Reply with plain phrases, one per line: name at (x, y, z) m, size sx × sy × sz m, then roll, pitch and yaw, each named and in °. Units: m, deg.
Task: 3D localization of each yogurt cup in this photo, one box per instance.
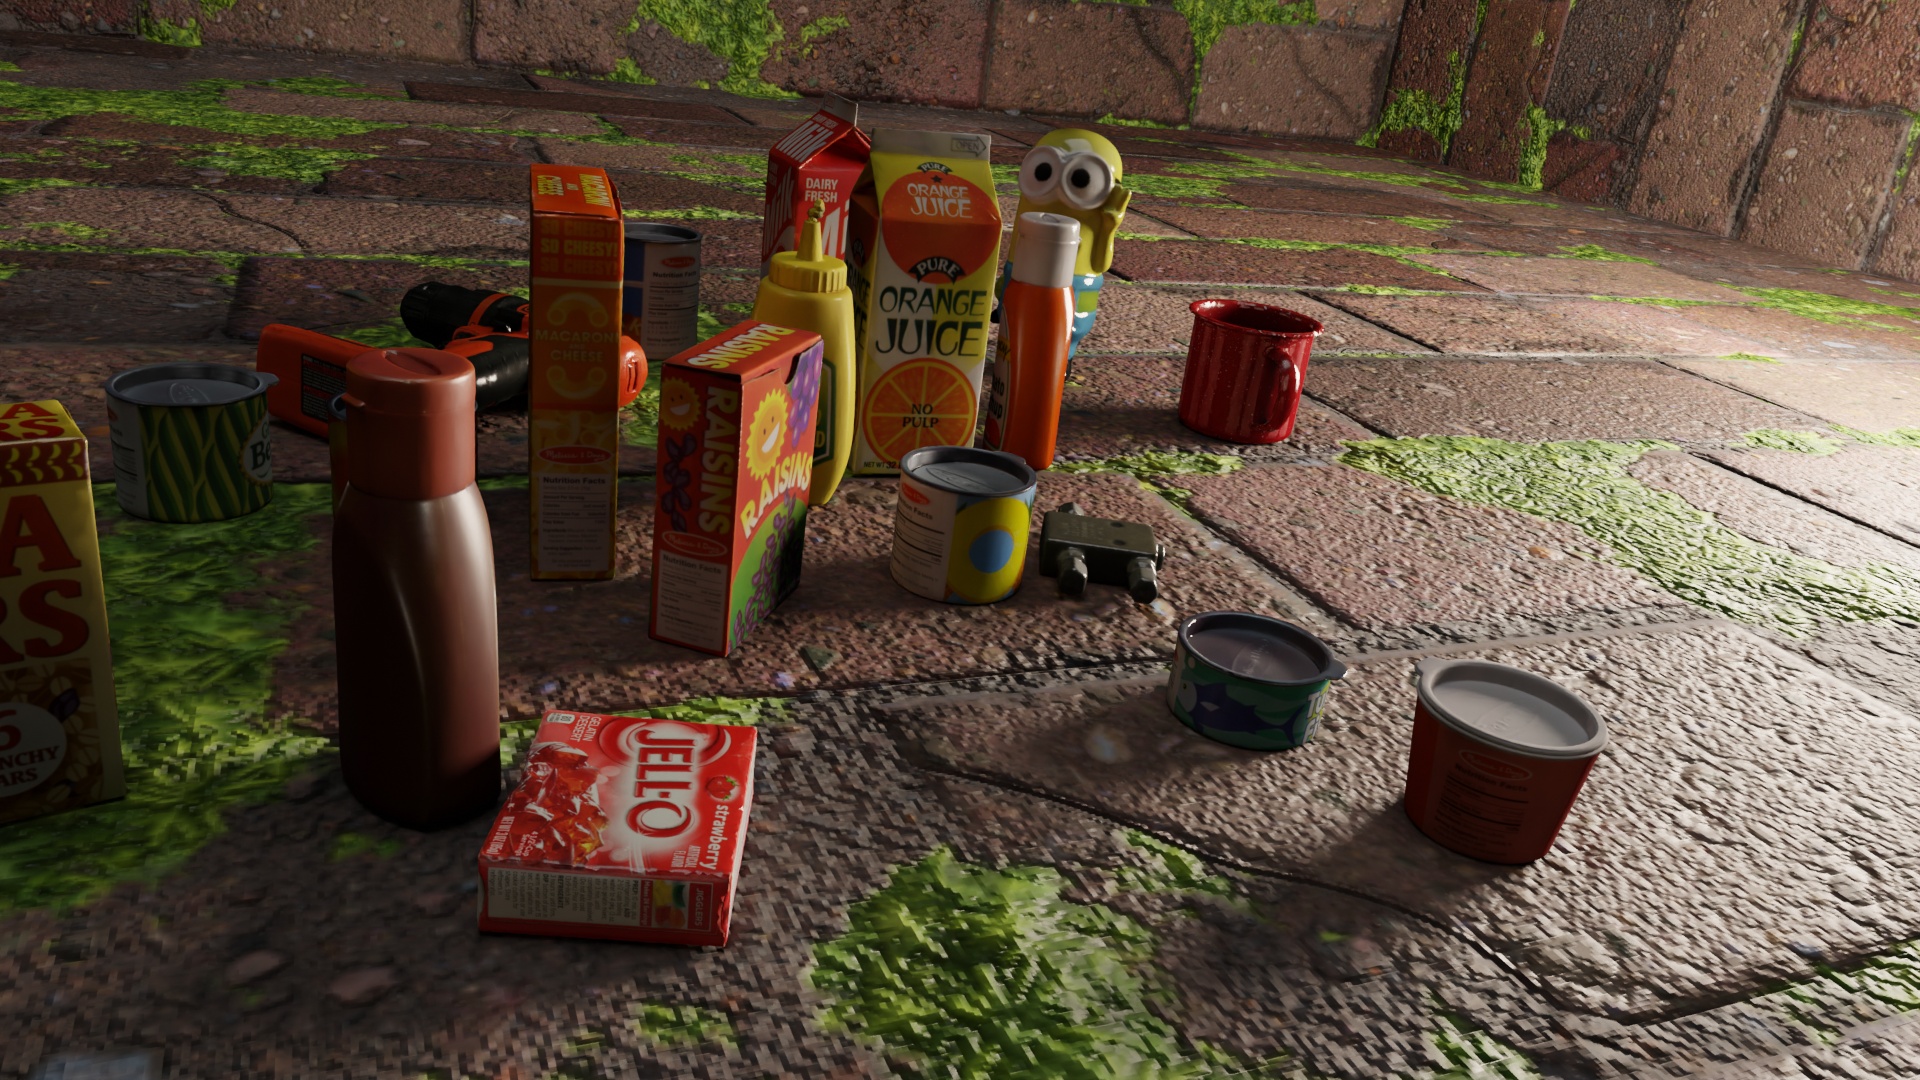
yogurt cup at (0.200, 0.084, 0.521) m, size 0.072 × 0.053 × 0.073 m, roll 7°, pitch 22°, yaw -3°

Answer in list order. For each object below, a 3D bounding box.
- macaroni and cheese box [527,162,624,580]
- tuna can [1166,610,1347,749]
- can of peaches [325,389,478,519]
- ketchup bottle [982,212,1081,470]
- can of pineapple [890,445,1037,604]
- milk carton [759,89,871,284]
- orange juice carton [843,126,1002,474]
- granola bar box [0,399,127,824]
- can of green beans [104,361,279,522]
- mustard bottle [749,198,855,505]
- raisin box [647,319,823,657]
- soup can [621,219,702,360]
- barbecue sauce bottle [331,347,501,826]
macaroni and cheese box at (-0.182, -0.082, 0.650) m, size 0.040 × 0.165 × 0.124 m, roll 0°, pitch 23°, yaw -18°
tuna can at (0.124, 0.059, 0.584) m, size 0.071 × 0.032 × 0.071 m, roll 7°, pitch 22°, yaw -3°
can of peaches at (-0.262, -0.037, 0.658) m, size 0.071 × 0.057 × 0.071 m, roll 7°, pitch 22°, yaw -3°
ketchup bottle at (0.044, -0.120, 0.838) m, size 0.043 × 0.148 × 0.065 m, roll 3°, pitch 22°, yaw -10°
can of pineapple at (0.002, -0.008, 0.674) m, size 0.071 × 0.057 × 0.071 m, roll 7°, pitch 22°, yaw -3°
milk carton at (-0.089, -0.199, 0.930) m, size 0.073 × 0.189 × 0.072 m, roll -3°, pitch 24°, yaw -24°
orange juice carton at (-0.027, -0.138, 0.800) m, size 0.072 × 0.191 × 0.073 m, roll -1°, pitch 23°, yaw -19°
granola bar box at (-0.334, 0.031, 0.384) m, size 0.166 × 0.123 × 0.039 m, roll -11°, pitch 28°, yaw -37°
can of green beans at (-0.359, -0.047, 0.650) m, size 0.071 × 0.057 × 0.071 m, roll 7°, pitch 22°, yaw -3°
mustard bottle at (-0.085, -0.099, 0.729) m, size 0.065 × 0.159 × 0.049 m, roll 5°, pitch 22°, yaw -6°
raisin box at (-0.096, -0.025, 0.596) m, size 0.040 × 0.122 × 0.086 m, roll 13°, pitch 23°, yaw 13°
soup can at (-0.218, -0.176, 0.973) m, size 0.071 × 0.083 × 0.071 m, roll 7°, pitch 22°, yaw -3°
barbecue sauce bottle at (-0.175, 0.014, 0.444) m, size 0.065 × 0.148 × 0.044 m, roll 25°, pitch 28°, yaw 36°
